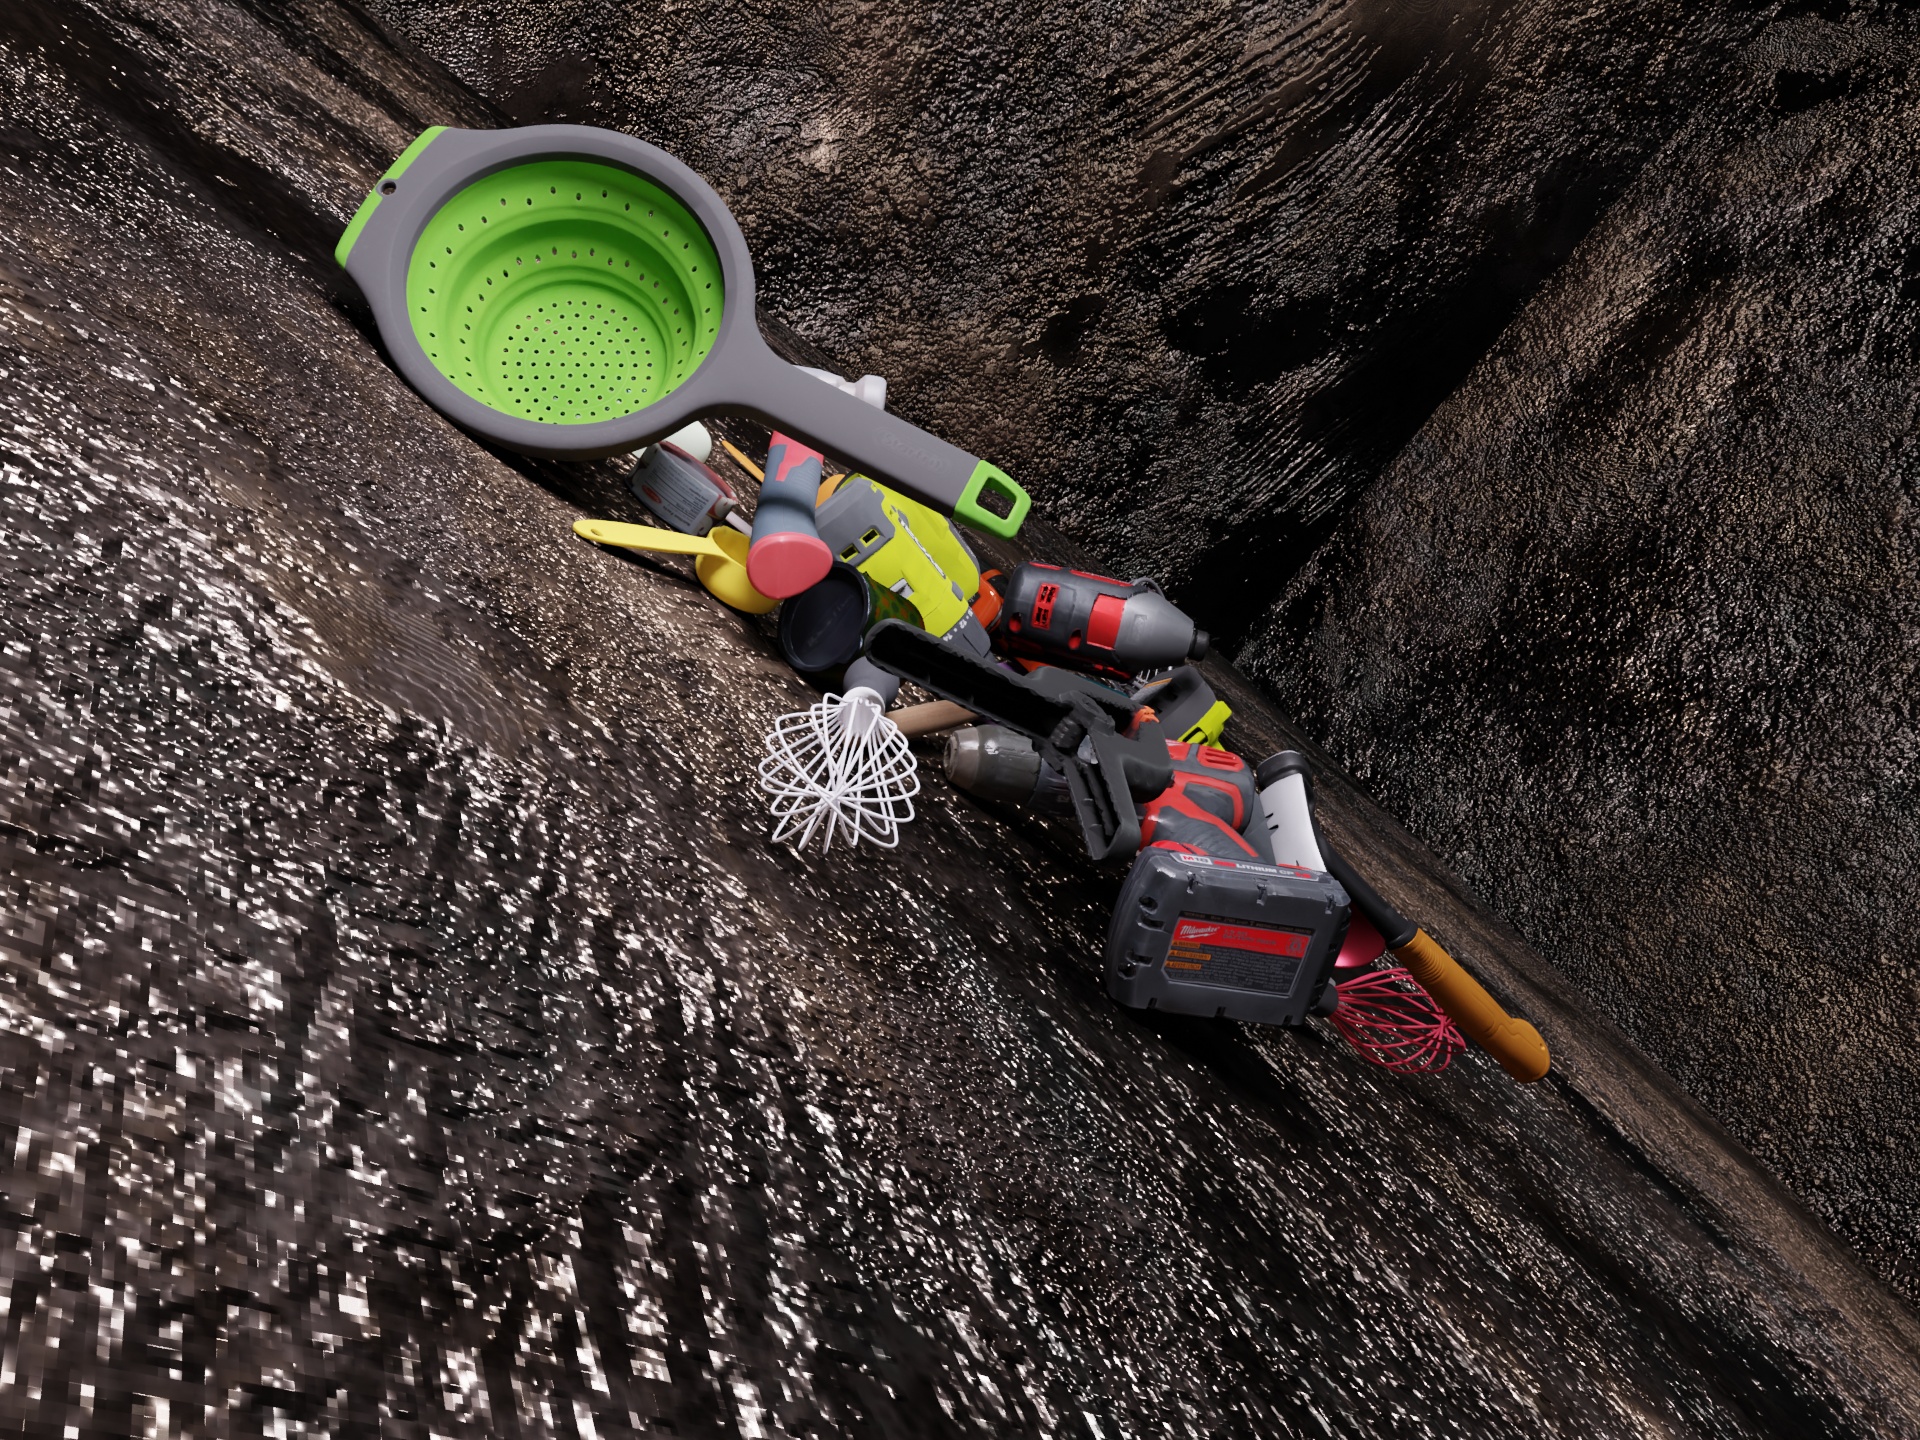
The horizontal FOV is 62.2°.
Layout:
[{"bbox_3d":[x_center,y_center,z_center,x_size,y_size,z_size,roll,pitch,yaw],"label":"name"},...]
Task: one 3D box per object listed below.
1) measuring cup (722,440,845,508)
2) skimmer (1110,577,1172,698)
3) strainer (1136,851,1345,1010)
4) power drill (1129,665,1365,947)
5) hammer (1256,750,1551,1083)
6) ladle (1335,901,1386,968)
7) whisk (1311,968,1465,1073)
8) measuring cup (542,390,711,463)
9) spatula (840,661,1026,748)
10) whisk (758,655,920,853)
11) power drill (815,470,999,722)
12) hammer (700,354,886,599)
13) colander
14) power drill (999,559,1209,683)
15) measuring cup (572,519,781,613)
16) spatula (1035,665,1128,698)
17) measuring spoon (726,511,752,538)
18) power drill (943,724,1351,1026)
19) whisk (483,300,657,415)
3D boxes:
[{"bbox_3d":[-0.119,-0.194,1.337,0.173,0.052,0.095,40,11,-9],"label":"measuring cup"},{"bbox_3d":[0.207,-0.018,1.425,0.364,0.090,0.127,-119,-172,-61],"label":"skimmer"},{"bbox_3d":[0.182,0.118,1.123,0.258,0.050,0.087,44,-25,-6],"label":"strainer"},{"bbox_3d":[0.200,0.071,1.185,0.223,0.080,0.171,50,-7,-3],"label":"power drill"},{"bbox_3d":[0.294,0.154,1.009,0.336,0.034,0.127,41,31,-34],"label":"hammer"},{"bbox_3d":[0.147,0.087,1.050,0.315,0.069,0.031,25,29,-15],"label":"ladle"},{"bbox_3d":[0.246,0.184,1.036,0.295,0.073,0.073,21,21,-43],"label":"whisk"},{"bbox_3d":[-0.227,-0.208,1.072,0.083,0.038,0.167,44,11,20],"label":"measuring cup"},{"bbox_3d":[-0.002,-0.003,0.980,0.060,0.018,0.316,69,21,3],"label":"spatula"},{"bbox_3d":[-0.050,0.002,0.746,0.070,0.070,0.285,38,10,-7],"label":"whisk"},{"bbox_3d":[-0.033,-0.101,1.172,0.190,0.080,0.229,51,9,-15],"label":"power drill"},{"bbox_3d":[-0.121,-0.167,1.014,0.143,0.038,0.387,7,26,-5],"label":"hammer"},{"bbox_3d":[-0.148,-0.188,0.904,0.397,0.204,0.094,27,-21,0],"label":"colander"},{"bbox_3d":[0.100,-0.071,1.166,0.143,0.078,0.219,14,3,0],"label":"power drill"},{"bbox_3d":[-0.157,-0.087,0.886,0.156,0.029,0.062,4,35,-52],"label":"measuring cup"},{"bbox_3d":[0.062,-0.002,1.196,0.082,0.044,0.317,20,9,11],"label":"spatula"},{"bbox_3d":[-0.128,-0.125,1.118,0.124,0.018,0.034,36,11,-30],"label":"measuring spoon"},{"bbox_3d":[0.095,0.066,0.875,0.187,0.080,0.227,10,21,-14],"label":"power drill"},{"bbox_3d":[-0.257,-0.246,1.042,0.051,0.047,0.245,0,25,-39],"label":"whisk"}]
